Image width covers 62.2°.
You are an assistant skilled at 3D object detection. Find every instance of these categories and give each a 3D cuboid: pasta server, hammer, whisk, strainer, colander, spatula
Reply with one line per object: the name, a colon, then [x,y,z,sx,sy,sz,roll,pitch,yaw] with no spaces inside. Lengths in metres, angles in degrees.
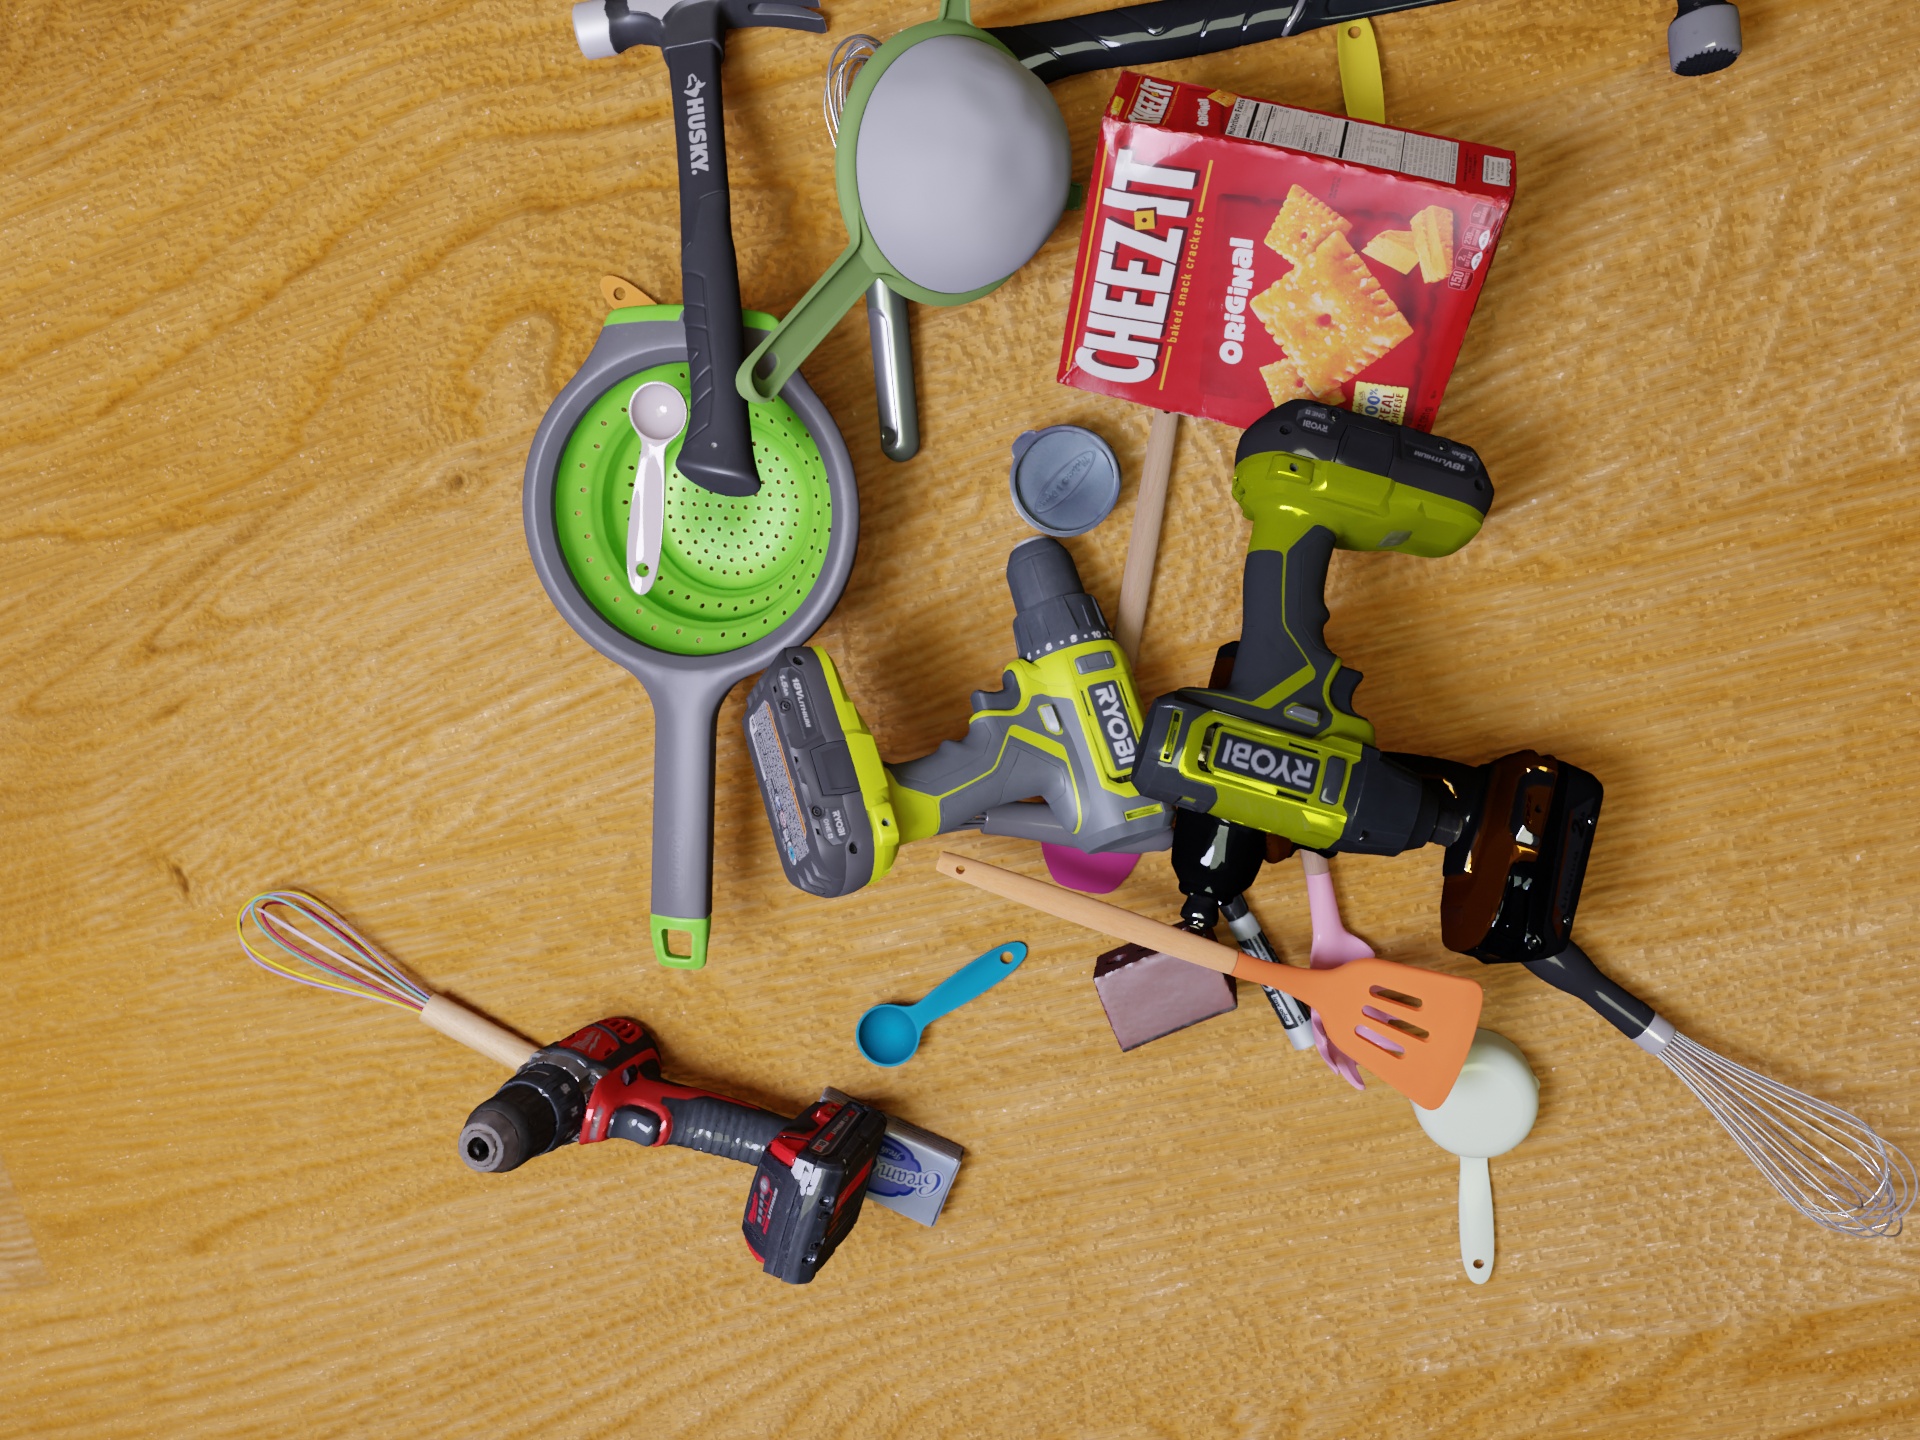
pasta server: [0.216,0.067,0.966,0.060,0.040,0.316,-13,96,-17]
hammer: [-0.138,-0.280,0.896,0.146,0.035,0.335,-8,71,4]
whisk: [-0.382,0.182,1.088,0.245,0.047,0.051,28,115,0]
hammer: [0.207,-0.404,0.882,0.409,0.036,0.149,-5,88,13]
whisk: [0.017,0.057,0.960,0.239,0.055,0.055,7,101,-9]
whisk: [-0.047,-0.278,0.948,0.058,0.059,0.246,9,109,47]
strainer: [-0.021,-0.261,0.850,0.256,0.069,0.151,-52,131,-16]
colander: [-0.156,-0.048,0.979,0.204,0.094,0.397,5,100,9]
spatula: [0.139,0.136,0.934,0.322,0.041,0.081,19,97,3]
whisk: [0.439,0.205,0.946,0.284,0.070,0.070,38,104,7]

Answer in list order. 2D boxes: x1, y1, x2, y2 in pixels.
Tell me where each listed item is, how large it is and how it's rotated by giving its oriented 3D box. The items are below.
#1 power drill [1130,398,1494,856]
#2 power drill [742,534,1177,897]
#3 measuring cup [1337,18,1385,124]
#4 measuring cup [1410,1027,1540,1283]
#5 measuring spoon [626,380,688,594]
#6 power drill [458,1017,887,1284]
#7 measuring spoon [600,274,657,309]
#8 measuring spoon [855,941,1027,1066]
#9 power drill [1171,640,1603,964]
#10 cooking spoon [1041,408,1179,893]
power drill: [0.201,-0.044,0.853,0.171,0.080,0.223,16,78,1]
power drill: [-0.001,-0.003,0.912,0.228,0.080,0.191,-13,77,-23]
measuring cup: [0.233,-0.327,0.907,0.062,0.029,0.156,-7,87,12]
measuring cup: [0.319,0.276,0.982,0.083,0.038,0.167,-3,97,10]
measuring spoon: [-0.176,-0.133,0.915,0.034,0.018,0.124,12,107,7]
power drill: [-0.177,0.261,0.979,0.227,0.188,0.080,19,99,12]
measuring spoon: [-0.180,-0.241,0.997,0.117,0.011,0.021,40,105,5]
measuring spoon: [-0.011,0.180,1.038,0.128,0.021,0.042,-33,93,4]
power drill: [0.232,0.065,0.906,0.226,0.084,0.164,19,78,-3]
cooking spoon: [0.101,-0.045,0.976,0.069,0.017,0.319,10,102,8]
